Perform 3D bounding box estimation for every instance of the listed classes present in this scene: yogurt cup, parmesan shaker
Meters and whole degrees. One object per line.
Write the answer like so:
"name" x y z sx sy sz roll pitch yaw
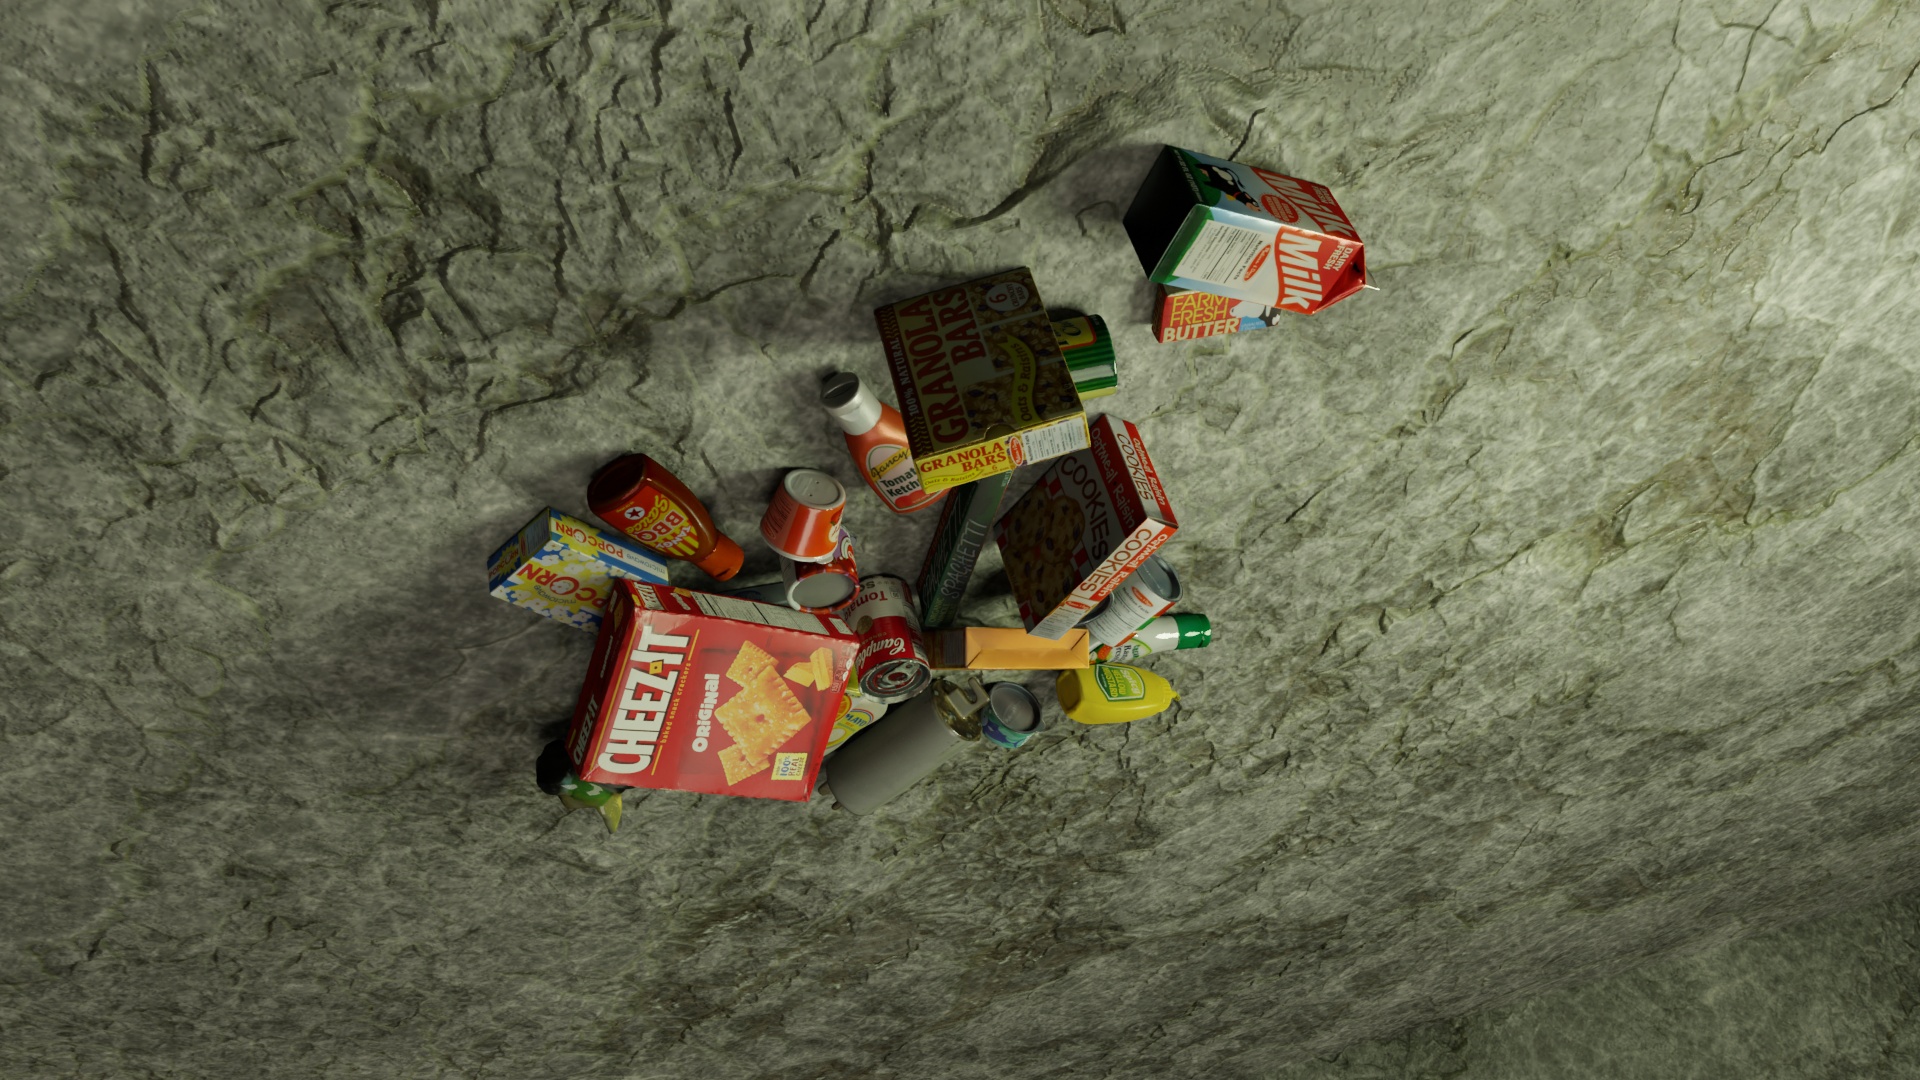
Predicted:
"yogurt cup" -0.129 -0.024 1.165 0.072 0.073 0.053 5 130 -24
"parmesan shaker" 0.065 -0.138 1.093 0.103 0.071 0.071 -12 142 -6

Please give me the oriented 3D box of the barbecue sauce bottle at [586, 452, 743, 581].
"barbecue sauce bottle" -0.238 -0.014 1.153 0.065 0.044 0.148 -29 141 15

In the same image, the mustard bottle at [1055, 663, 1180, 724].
"mustard bottle" 0.180 0.165 1.512 0.160 0.065 0.048 5 143 -33

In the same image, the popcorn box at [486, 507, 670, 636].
"popcorn box" -0.323 0.031 1.182 0.085 0.038 0.126 -36 138 24

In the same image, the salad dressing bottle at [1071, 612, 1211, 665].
"salad dressing bottle" 0.186 0.099 1.444 0.148 0.044 0.064 -5 145 -15

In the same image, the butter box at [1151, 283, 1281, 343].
"butter box" 0.206 -0.190 1.109 0.104 0.024 0.052 -10 141 -8

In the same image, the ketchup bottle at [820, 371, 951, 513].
"ketchup bottle" -0.063 -0.081 1.133 0.064 0.044 0.148 -25 141 12

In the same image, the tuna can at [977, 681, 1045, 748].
"tuna can" 0.054 0.189 1.487 0.071 0.071 0.032 9 137 -29

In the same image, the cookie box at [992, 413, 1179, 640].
"cookie box" 0.106 -0.011 1.215 0.040 0.123 0.166 16 132 -35

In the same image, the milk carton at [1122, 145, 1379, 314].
"milk carton" 0.226 -0.225 1.034 0.191 0.073 0.073 7 137 -25

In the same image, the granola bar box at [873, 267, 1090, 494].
"granola bar box" 0.013 -0.121 1.011 0.124 0.166 0.039 -16 140 0

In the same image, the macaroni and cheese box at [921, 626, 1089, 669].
"macaroni and cheese box" 0.033 0.104 1.329 0.124 0.040 0.166 2 174 -20

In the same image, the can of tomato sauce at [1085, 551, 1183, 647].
"can of tomato sauce" 0.167 0.056 1.367 0.071 0.071 0.082 20 130 -37

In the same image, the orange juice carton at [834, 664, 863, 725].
"orange juice carton" -0.178 0.167 1.374 0.072 0.073 0.191 18 131 -36

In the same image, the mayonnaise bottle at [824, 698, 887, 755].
"mayonnaise bottle" -0.113 0.171 1.427 0.147 0.041 0.064 -34 137 23

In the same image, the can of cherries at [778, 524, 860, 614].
"can of cherries" -0.123 0.024 1.228 0.071 0.058 0.071 -9 142 -8

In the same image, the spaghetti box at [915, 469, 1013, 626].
"spaghetti box" 0.004 -0.015 1.232 0.029 0.050 0.248 1 139 -18

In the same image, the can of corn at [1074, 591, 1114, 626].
"can of corn" 0.106 0.042 1.333 0.071 0.058 0.070 -10 142 -8

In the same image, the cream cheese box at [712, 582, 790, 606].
"cream cheese box" -0.197 0.069 1.285 0.104 0.024 0.053 -9 141 -9
